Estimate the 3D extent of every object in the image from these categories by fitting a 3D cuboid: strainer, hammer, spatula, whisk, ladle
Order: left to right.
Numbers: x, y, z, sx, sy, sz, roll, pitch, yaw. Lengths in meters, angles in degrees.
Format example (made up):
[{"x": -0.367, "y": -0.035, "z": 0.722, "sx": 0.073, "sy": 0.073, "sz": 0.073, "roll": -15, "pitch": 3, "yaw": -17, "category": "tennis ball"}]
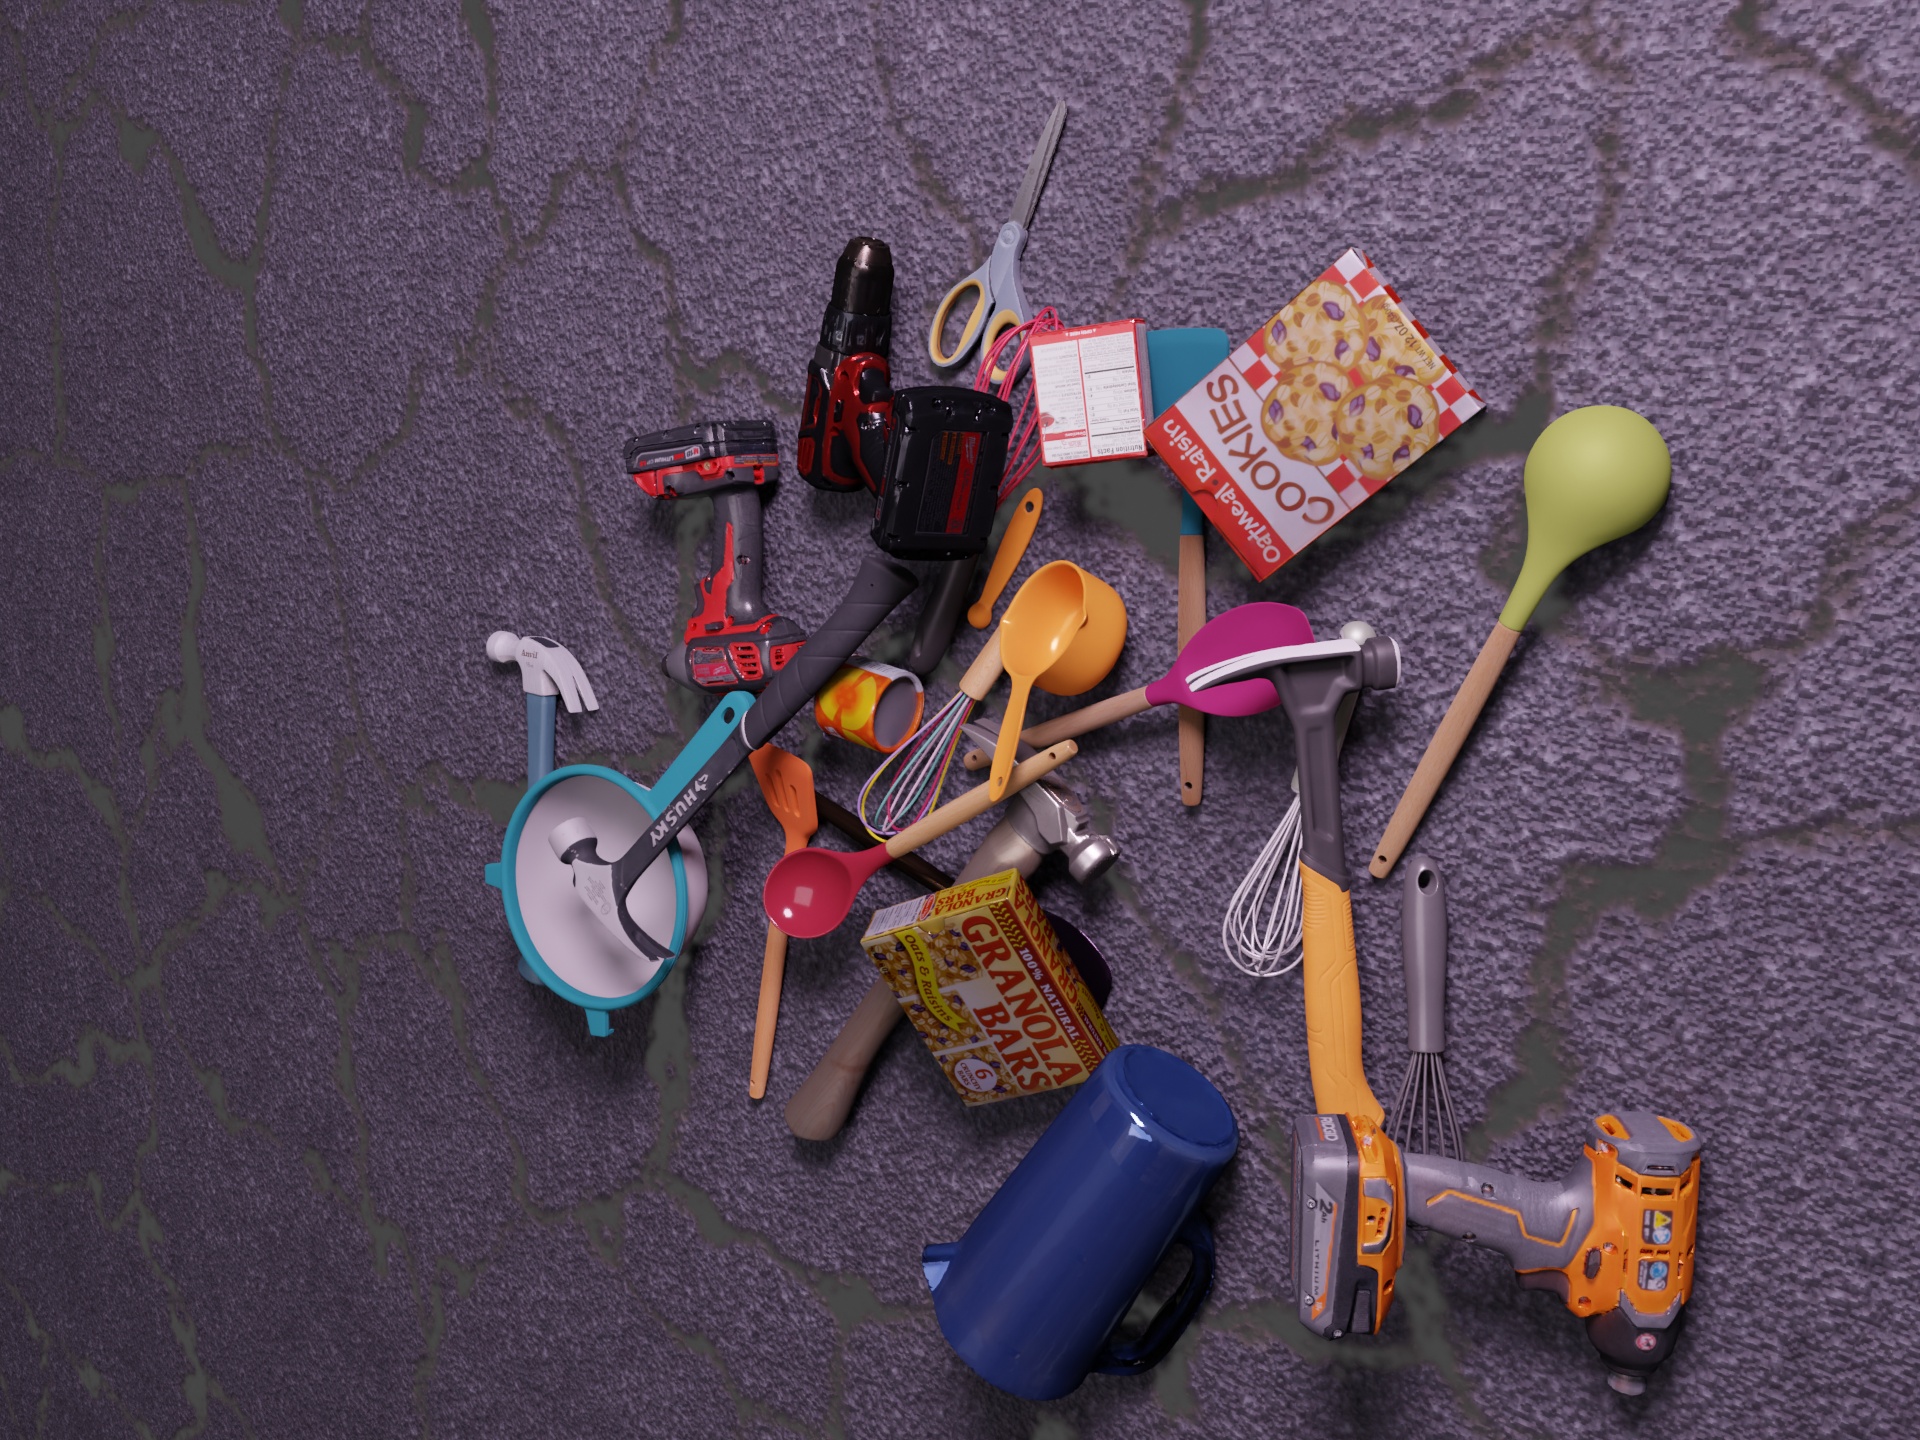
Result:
[{"x": -0.396, "y": 0.087, "z": 1.497, "sx": 0.128, "sy": 0.033, "sz": 0.331, "roll": 11, "pitch": 103, "yaw": 36, "category": "hammer"}, {"x": -0.255, "y": 0.095, "z": 1.362, "sx": 0.211, "sy": 0.095, "sz": 0.340, "roll": 50, "pitch": 115, "yaw": 18, "category": "strainer"}, {"x": -0.170, "y": 0.025, "z": 1.226, "sx": 0.409, "sy": 0.036, "sz": 0.149, "roll": -45, "pitch": 68, "yaw": 25, "category": "hammer"}, {"x": -0.158, "y": 0.172, "z": 1.328, "sx": 0.081, "sy": 0.041, "sz": 0.322, "roll": 22, "pitch": 110, "yaw": 39, "category": "spatula"}, {"x": -0.040, "y": 0.183, "z": 1.225, "sx": 0.146, "sy": 0.038, "sz": 0.410, "roll": 48, "pitch": 123, "yaw": 20, "category": "hammer"}, {"x": -0.033, "y": 0.083, "z": 1.163, "sx": 0.315, "sy": 0.031, "sz": 0.069, "roll": -31, "pitch": 81, "yaw": 36, "category": "ladle"}, {"x": -0.013, "y": 0.126, "z": 1.228, "sx": 0.316, "sy": 0.018, "sz": 0.059, "roll": 30, "pitch": 114, "yaw": 28, "category": "spatula"}, {"x": 0.000, "y": -0.003, "z": 1.188, "sx": 0.047, "sy": 0.051, "sz": 0.245, "roll": 49, "pitch": 116, "yaw": 32, "category": "whisk"}, {"x": 0.017, "y": -0.157, "z": 1.145, "sx": 0.073, "sy": 0.073, "sz": 0.295, "roll": 38, "pitch": 122, "yaw": 27, "category": "whisk"}, {"x": 0.149, "y": -0.098, "z": 1.063, "sx": 0.082, "sy": 0.044, "sz": 0.317, "roll": 3, "pitch": 99, "yaw": 32, "category": "spatula"}, {"x": 0.225, "y": 0.054, "z": 1.031, "sx": 0.059, "sy": 0.058, "sz": 0.246, "roll": 14, "pitch": 104, "yaw": -1, "category": "whisk"}, {"x": 0.222, "y": 0.118, "z": 0.999, "sx": 0.127, "sy": 0.034, "sz": 0.336, "roll": -8, "pitch": 104, "yaw": 2, "category": "hammer"}, {"x": 0.290, "y": 0.204, "z": 1.000, "sx": 0.055, "sy": 0.055, "sz": 0.239, "roll": 0, "pitch": 92, "yaw": 36, "category": "whisk"}, {"x": 0.321, "y": -0.037, "z": 0.953, "sx": 0.078, "sy": 0.062, "sz": 0.320, "roll": 33, "pitch": 121, "yaw": 23, "category": "ladle"}]

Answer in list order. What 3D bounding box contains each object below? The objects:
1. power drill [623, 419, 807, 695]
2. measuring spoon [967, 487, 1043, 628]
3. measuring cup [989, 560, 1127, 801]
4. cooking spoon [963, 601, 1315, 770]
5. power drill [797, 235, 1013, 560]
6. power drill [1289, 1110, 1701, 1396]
[{"x": -0.202, "y": -0.128, "z": 1.301, "sx": 0.143, "sy": 0.078, "sz": 0.219, "roll": -4, "pitch": 97, "yaw": 37, "category": "power drill"}, {"x": 0.032, "y": -0.118, "z": 1.166, "sx": 0.021, "sy": 0.011, "sz": 0.117, "roll": 38, "pitch": 117, "yaw": 26, "category": "measuring spoon"}, {"x": 0.063, "y": -0.021, "z": 1.095, "sx": 0.095, "sy": 0.052, "sz": 0.174, "roll": 2, "pitch": 74, "yaw": 55, "category": "measuring cup"}, {"x": 0.112, "y": -0.010, "z": 1.092, "sx": 0.319, "sy": 0.017, "sz": 0.069, "roll": -21, "pitch": 82, "yaw": 44, "category": "cooking spoon"}, {"x": -0.049, "y": -0.228, "z": 1.125, "sx": 0.227, "sy": 0.080, "sz": 0.187, "roll": 48, "pitch": 133, "yaw": 52, "category": "power drill"}, {"x": 0.311, "y": 0.312, "z": 0.933, "sx": 0.226, "sy": 0.084, "sz": 0.164, "roll": 0, "pitch": 97, "yaw": 6, "category": "power drill"}]
